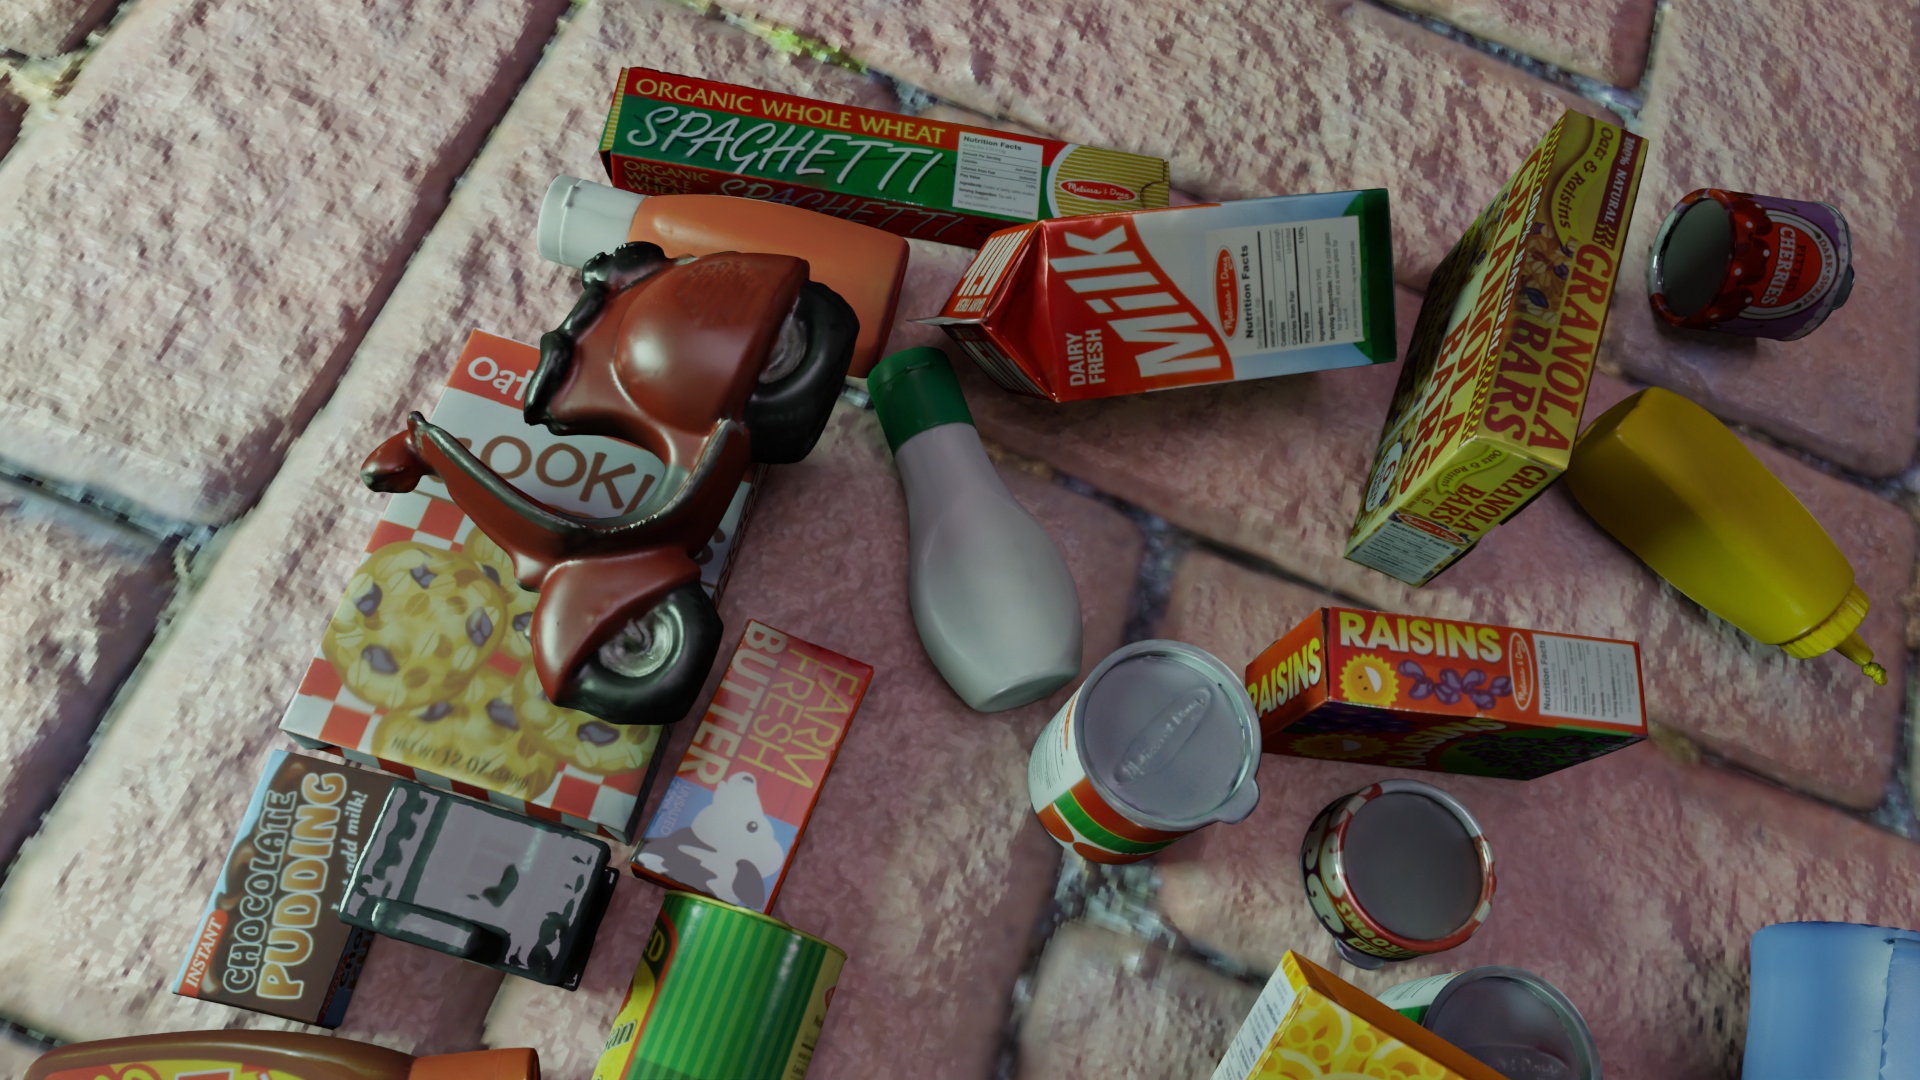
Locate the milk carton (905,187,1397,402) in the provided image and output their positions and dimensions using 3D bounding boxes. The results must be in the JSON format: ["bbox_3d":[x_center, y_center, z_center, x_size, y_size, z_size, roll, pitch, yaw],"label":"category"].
[{"bbox_3d":[0.077,-0.100,0.578,0.191,0.072,0.073,-8,100,-13],"label":"milk carton"}]

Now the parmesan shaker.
[{"bbox_3d":[-0.085,0.174,0.451,0.071,0.071,0.103,20,66,-1],"label":"parmesan shaker"}]

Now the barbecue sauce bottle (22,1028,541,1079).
[{"bbox_3d":[-0.212,0.186,0.440,0.149,0.043,0.065,-2,75,-11],"label":"barbecue sauce bottle"}]

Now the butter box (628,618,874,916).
[{"bbox_3d":[-0.075,0.084,0.515,0.053,0.024,0.104,23,66,1],"label":"butter box"}]

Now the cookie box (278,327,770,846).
[{"bbox_3d":[-0.154,0.014,0.522,0.123,0.040,0.168,18,67,-3],"label":"cookie box"}]

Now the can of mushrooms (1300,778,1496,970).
[{"bbox_3d":[0.168,0.128,0.533,0.071,0.033,0.071,4,67,-9],"label":"can of mushrooms"}]

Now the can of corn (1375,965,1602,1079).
[{"bbox_3d":[0.183,0.191,0.497,0.071,0.058,0.071,3,68,-8],"label":"can of corn"}]

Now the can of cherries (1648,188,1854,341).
[{"bbox_3d":[0.371,-0.130,0.653,0.058,0.071,0.072,6,67,-7],"label":"can of cherries"}]

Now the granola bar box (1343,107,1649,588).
[{"bbox_3d":[0.221,-0.076,0.577,0.039,0.123,0.166,24,67,2],"label":"granola bar box"}]

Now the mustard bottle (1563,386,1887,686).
[{"bbox_3d":[0.337,0.004,0.600,0.160,0.065,0.049,43,73,3],"label":"mustard bottle"}]

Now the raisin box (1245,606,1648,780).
[{"bbox_3d":[0.182,0.060,0.535,0.123,0.085,0.040,7,69,-7],"label":"raisin box"}]

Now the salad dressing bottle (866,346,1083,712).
[{"bbox_3d":[0.002,-0.007,0.556,0.064,0.043,0.148,-15,70,-13],"label":"salad dressing bottle"}]

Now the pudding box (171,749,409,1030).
[{"bbox_3d":[-0.223,0.118,0.473,0.050,0.030,0.084,15,66,-3],"label":"pudding box"}]

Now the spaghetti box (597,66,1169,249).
[{"bbox_3d":[-0.031,-0.165,0.622,0.250,0.028,0.050,8,67,-6],"label":"spaghetti box"}]

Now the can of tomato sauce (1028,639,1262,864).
[{"bbox_3d":[0.066,0.081,0.508,0.071,0.082,0.071,3,68,-8],"label":"can of tomato sauce"}]

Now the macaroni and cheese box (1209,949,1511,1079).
[{"bbox_3d":[0.117,0.236,0.440,0.124,0.040,0.166,30,92,4],"label":"macaroni and cheese box"}]

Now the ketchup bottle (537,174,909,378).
[{"bbox_3d":[-0.099,-0.117,0.583,0.149,0.043,0.065,15,66,-3],"label":"ketchup bottle"}]
